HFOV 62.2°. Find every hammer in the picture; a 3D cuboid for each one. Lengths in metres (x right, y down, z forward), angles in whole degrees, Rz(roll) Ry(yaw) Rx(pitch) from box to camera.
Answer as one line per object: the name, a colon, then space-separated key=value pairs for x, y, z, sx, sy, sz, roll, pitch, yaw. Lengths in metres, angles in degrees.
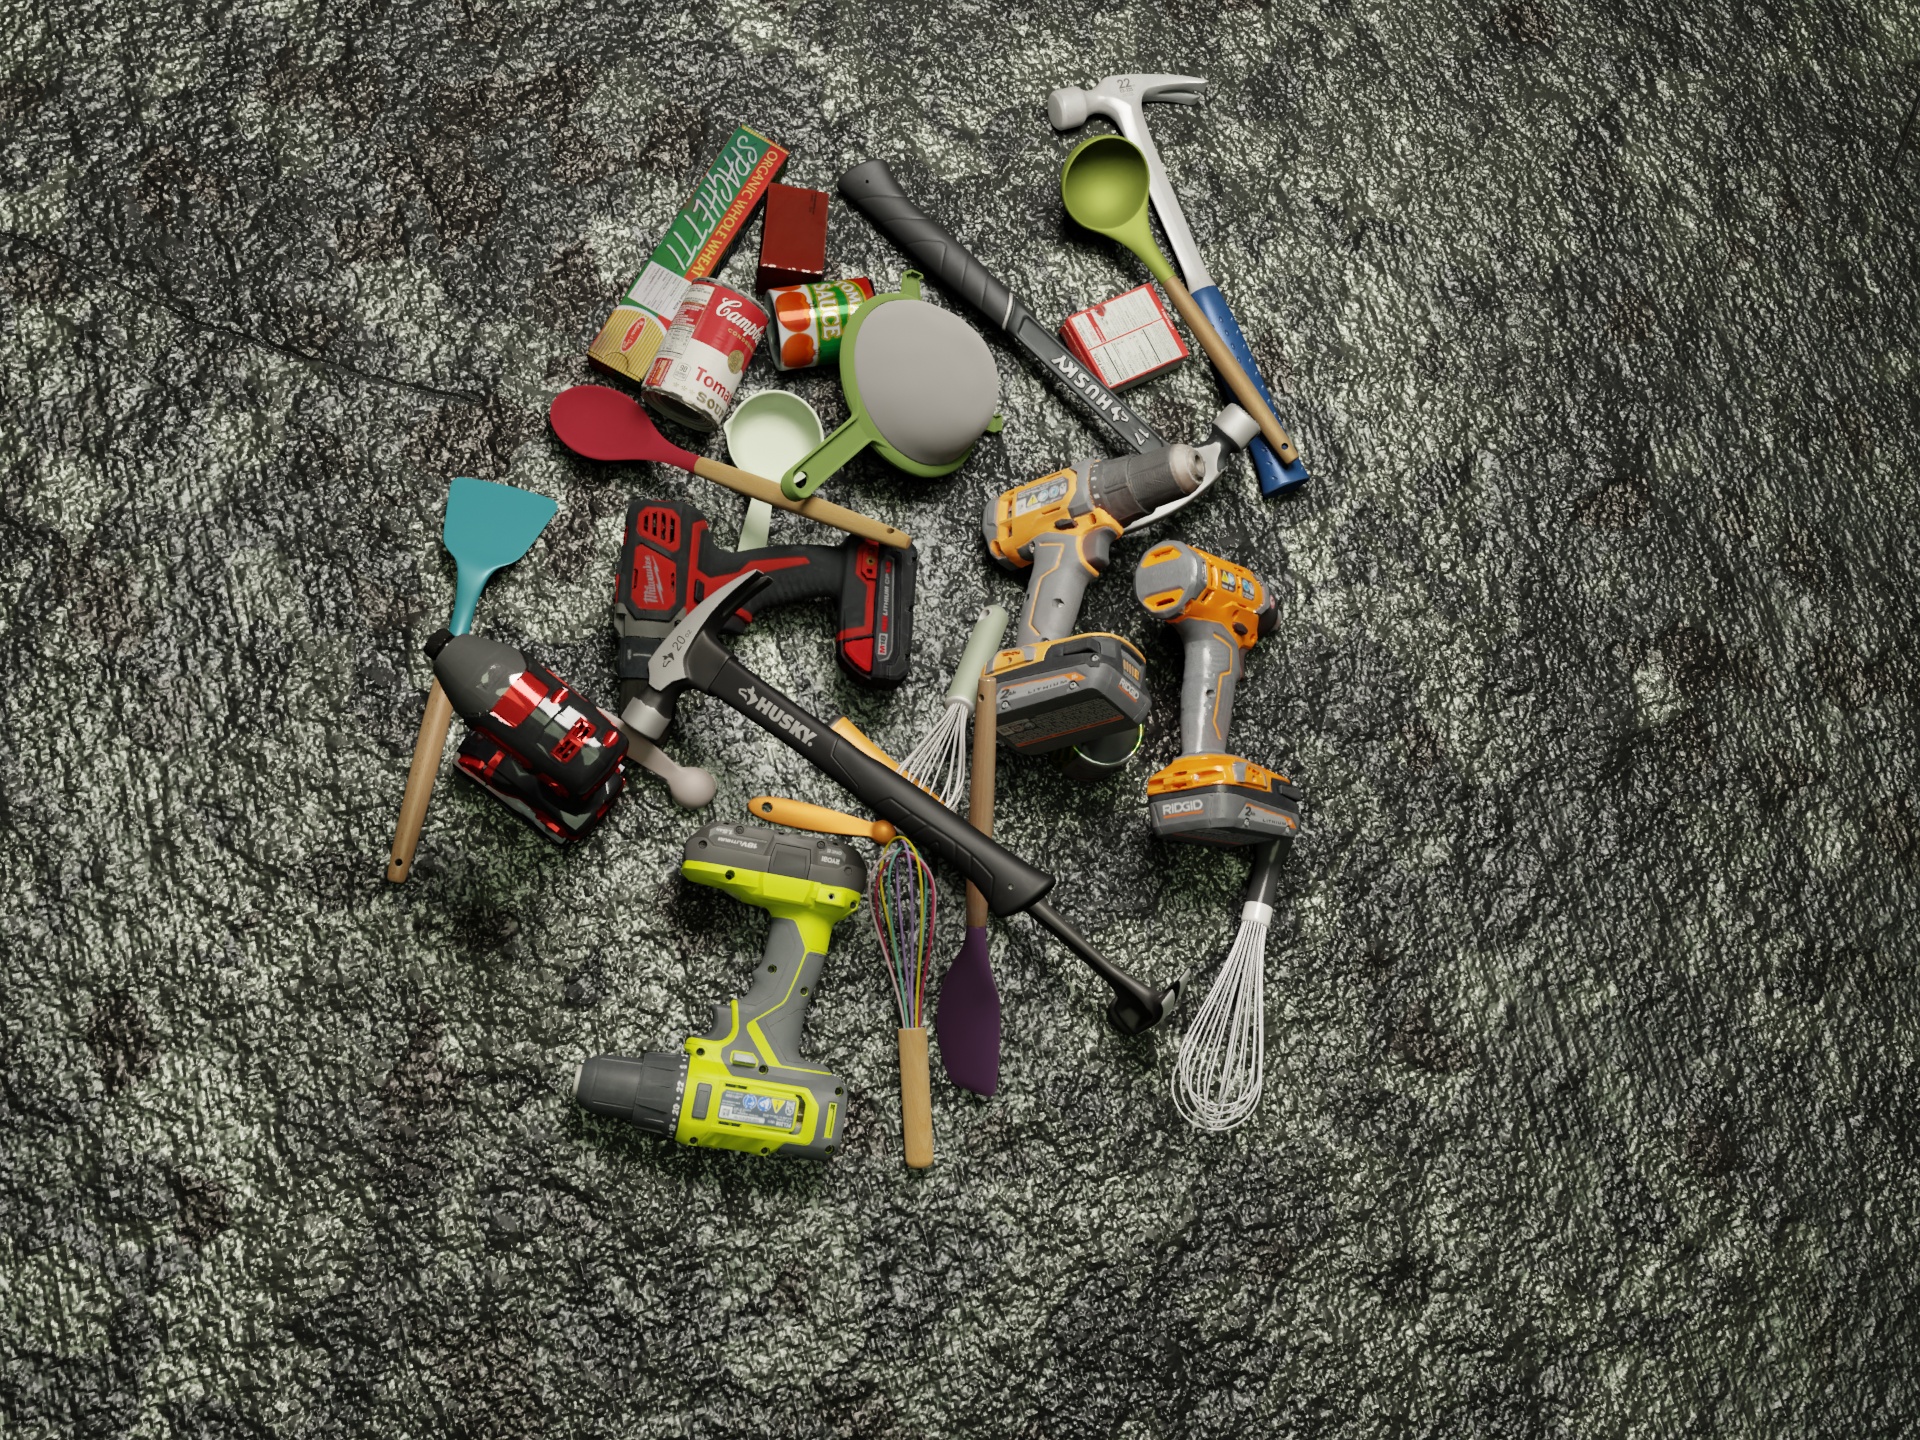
hammer: x=0.051 y=-0.323 z=1.328 sx=0.409 sy=0.036 sz=0.149 roll=44 pitch=98 yaw=7
hammer: x=0.214 y=-0.387 z=1.391 sx=0.144 sy=0.035 sz=0.406 roll=-19 pitch=81 yaw=-15
hammer: x=0.024 y=0.110 z=1.197 sx=0.337 sy=0.127 sz=0.034 roll=40 pitch=68 yaw=6
hammer: x=-0.075 y=0.027 z=1.116 sx=0.335 sy=0.035 sz=0.146 roll=34 pitch=91 yaw=16

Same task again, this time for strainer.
strainer: x=-0.045 y=-0.242 z=1.219 sx=0.151 sy=0.069 sz=0.256 roll=58 pitch=46 yaw=-19

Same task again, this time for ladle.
ladle: x=-0.178 y=-0.188 z=1.217 sx=0.315 sy=0.031 sz=0.069 roll=22 pitch=59 yaw=17
ladle: x=0.190 y=-0.350 z=1.333 sx=0.078 sy=0.062 sz=0.320 roll=-34 pitch=86 yaw=7

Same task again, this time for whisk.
whisk: x=0.225 y=0.182 z=1.244 sx=0.070 sy=0.070 sz=0.285 roll=20 pitch=69 yaw=-6
whisk: x=-0.002 y=-0.004 z=1.208 sx=0.059 sy=0.058 sz=0.246 roll=43 pitch=43 yaw=-23
whisk: x=-0.039 y=0.209 z=1.194 sx=0.047 sy=0.051 sz=0.245 roll=-7 pitch=80 yaw=22

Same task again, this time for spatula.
spatula: x=-0.380 y=-0.034 z=1.191 sx=0.082 sy=0.044 sz=0.317 roll=13 pitch=79 yaw=-9
spatula: x=0.011 y=0.123 z=1.156 sx=0.018 sy=0.060 sz=0.316 roll=-14 pitch=111 yaw=-51

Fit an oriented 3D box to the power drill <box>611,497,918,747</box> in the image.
power drill: x=-0.153 y=-0.067 z=1.215 sx=0.226 sy=0.080 sz=0.188 roll=5 pitch=86 yaw=-7

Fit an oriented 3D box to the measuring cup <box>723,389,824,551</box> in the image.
measuring cup: x=-0.158 y=-0.179 z=1.270 sx=0.083 sy=0.038 sz=0.167 roll=12 pitch=91 yaw=-11

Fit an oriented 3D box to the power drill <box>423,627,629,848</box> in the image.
power drill: x=-0.297 y=0.010 z=1.092 sx=0.143 sy=0.219 sz=0.078 roll=37 pitch=72 yaw=-1

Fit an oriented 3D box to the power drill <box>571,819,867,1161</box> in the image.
power drill: x=-0.166 y=0.194 z=1.150 sx=0.190 sy=0.080 sz=0.229 roll=11 pitch=77 yaw=-9

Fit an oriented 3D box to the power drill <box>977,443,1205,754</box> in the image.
power drill: x=0.100 y=-0.102 z=1.208 sx=0.084 sy=0.185 sz=0.226 roll=36 pitch=48 yaw=-44

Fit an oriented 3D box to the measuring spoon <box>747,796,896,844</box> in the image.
measuring spoon: x=-0.106 y=0.076 z=1.224 sx=0.117 sy=0.011 sz=0.021 roll=12 pitch=74 yaw=-8

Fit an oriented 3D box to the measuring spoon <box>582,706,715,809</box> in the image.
measuring spoon: x=-0.233 y=0.028 z=1.179 sx=0.124 sy=0.018 sz=0.034 roll=39 pitch=106 yaw=-25

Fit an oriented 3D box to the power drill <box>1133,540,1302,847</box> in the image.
power drill: x=0.211 y=-0.018 z=1.260 sx=0.164 sy=0.084 sz=0.227 roll=12 pitch=71 yaw=-47
